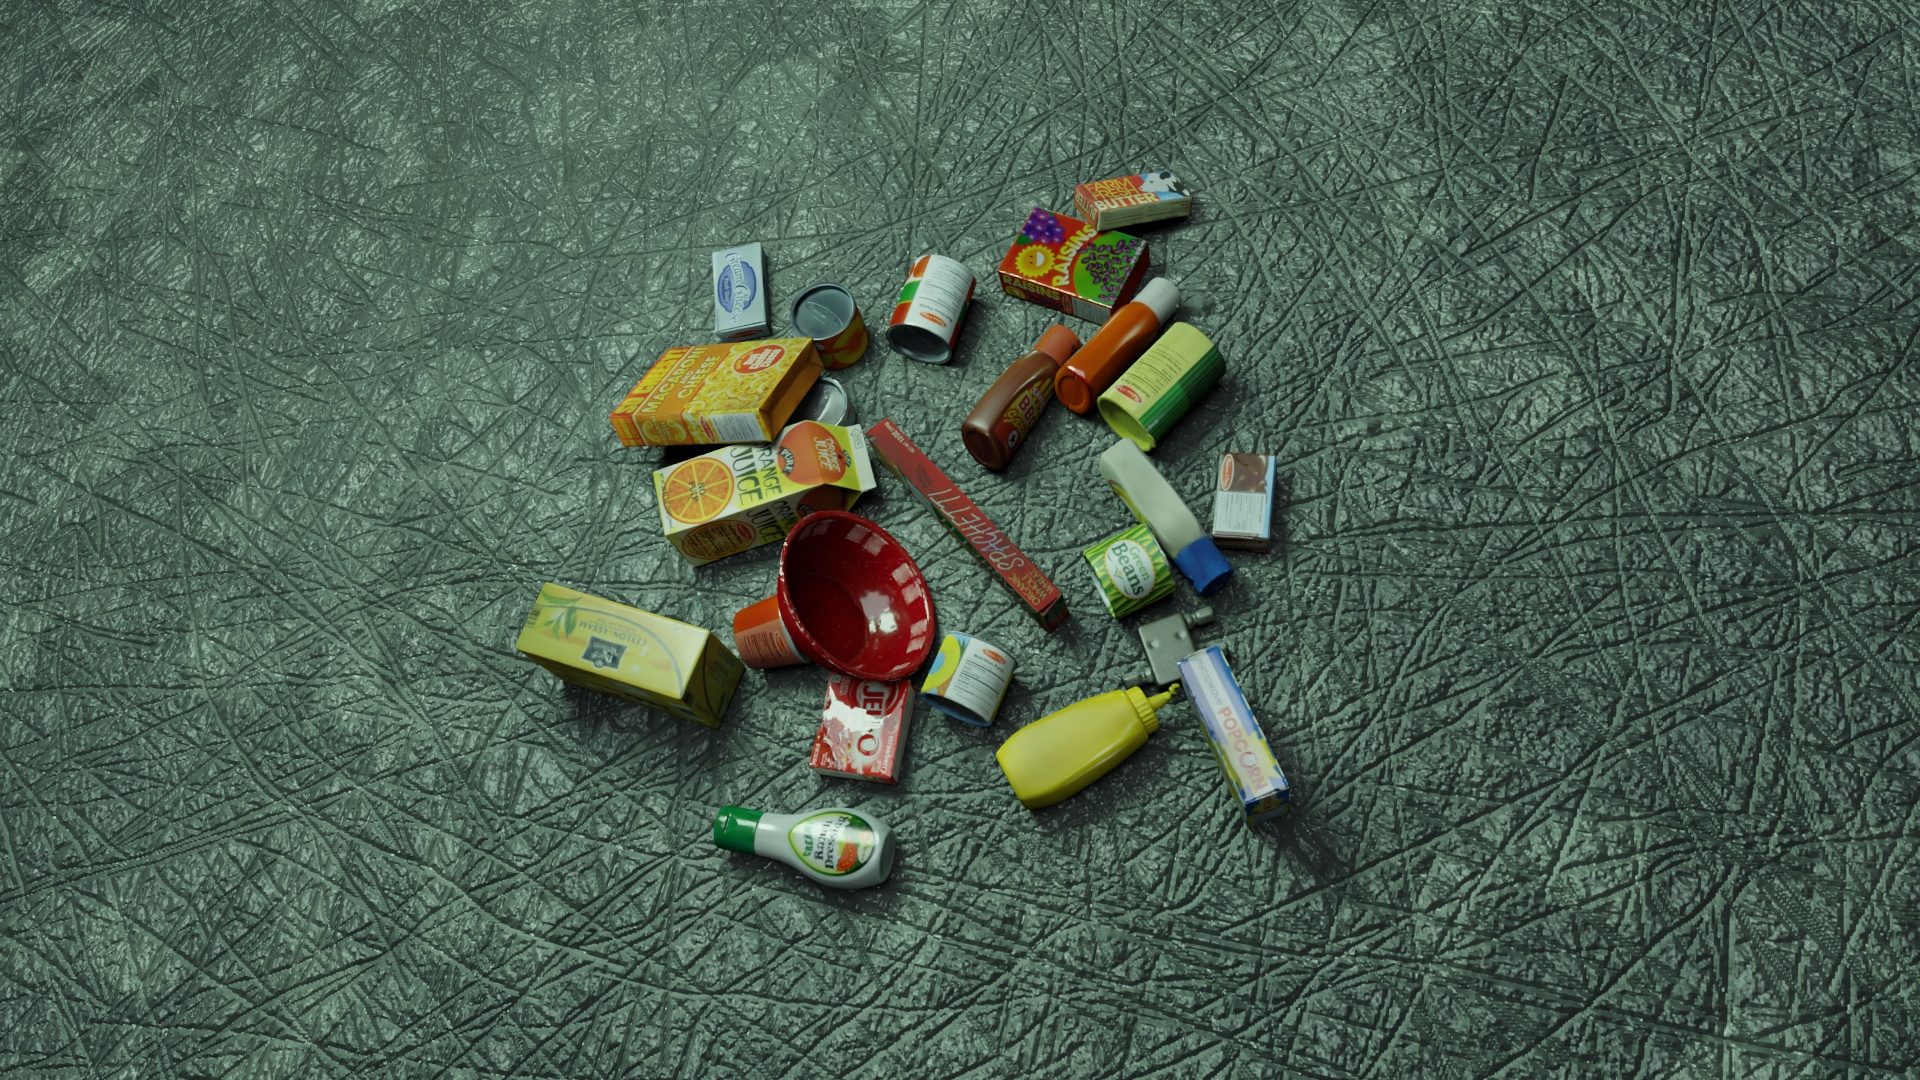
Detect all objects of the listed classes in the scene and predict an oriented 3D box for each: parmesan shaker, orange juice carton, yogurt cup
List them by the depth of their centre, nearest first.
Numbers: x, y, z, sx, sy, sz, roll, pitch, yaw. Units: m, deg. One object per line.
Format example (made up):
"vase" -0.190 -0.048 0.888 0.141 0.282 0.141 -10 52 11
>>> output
"yogurt cup" -0.164 0.081 1.223 0.054 0.072 0.072 -16 63 13
"parmesan shaker" 0.184 -0.137 1.253 0.103 0.071 0.071 -44 64 -11
"orange juice carton" -0.176 -0.048 1.281 0.193 0.072 0.072 -18 62 2

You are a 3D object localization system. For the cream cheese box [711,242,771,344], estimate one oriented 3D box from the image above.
"cream cheese box" -0.223 -0.253 1.416 0.053 0.024 0.104 -11 63 6

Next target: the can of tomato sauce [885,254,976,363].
"can of tomato sauce" -0.029 -0.223 1.340 0.071 0.071 0.083 12 68 17

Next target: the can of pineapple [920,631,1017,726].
"can of pineapple" 0.007 0.117 1.170 0.071 0.070 0.058 18 70 19

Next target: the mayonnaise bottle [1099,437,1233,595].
"mayonnaise bottle" 0.177 -0.019 1.202 0.041 0.064 0.148 -34 67 -2

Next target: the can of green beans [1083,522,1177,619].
"can of green beans" 0.144 0.026 1.182 0.058 0.071 0.071 -26 63 -1

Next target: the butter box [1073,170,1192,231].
"butter box" 0.167 -0.330 1.349 0.104 0.024 0.053 -13 46 -16

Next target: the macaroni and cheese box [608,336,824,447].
"macaroni and cheese box" -0.229 -0.139 1.312 0.166 0.040 0.124 -1 39 25

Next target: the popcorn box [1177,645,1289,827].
"popcorn box" 0.215 0.155 1.095 0.038 0.085 0.127 -23 63 2

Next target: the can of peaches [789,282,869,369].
"can of peaches" -0.129 -0.207 1.356 0.071 0.058 0.071 -4 65 10

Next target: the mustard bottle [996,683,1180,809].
"mustard bottle" 0.111 0.160 1.135 0.160 0.048 0.065 -27 63 -3

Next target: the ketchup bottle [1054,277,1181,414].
"ketchup bottle" 0.149 -0.184 1.287 0.043 0.064 0.149 38 68 14

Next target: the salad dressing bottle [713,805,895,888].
"salad dressing bottle" -0.130 0.248 1.146 0.148 0.044 0.064 6 66 15

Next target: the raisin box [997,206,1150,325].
"raisin box" 0.110 -0.265 1.345 0.123 0.040 0.086 22 71 19

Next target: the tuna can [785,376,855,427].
"tuna can" -0.138 -0.122 1.331 0.071 0.032 0.071 -5 64 10

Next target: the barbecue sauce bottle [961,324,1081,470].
"barbecue sauce bottle" 0.058 -0.137 1.284 0.044 0.064 0.149 23 62 29

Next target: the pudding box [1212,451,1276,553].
"pudding box" 0.248 -0.034 1.210 0.049 0.030 0.084 4 66 15

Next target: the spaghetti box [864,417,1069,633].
"spaghetti box" 0.004 -0.016 1.241 0.029 0.050 0.251 -41 64 -7
